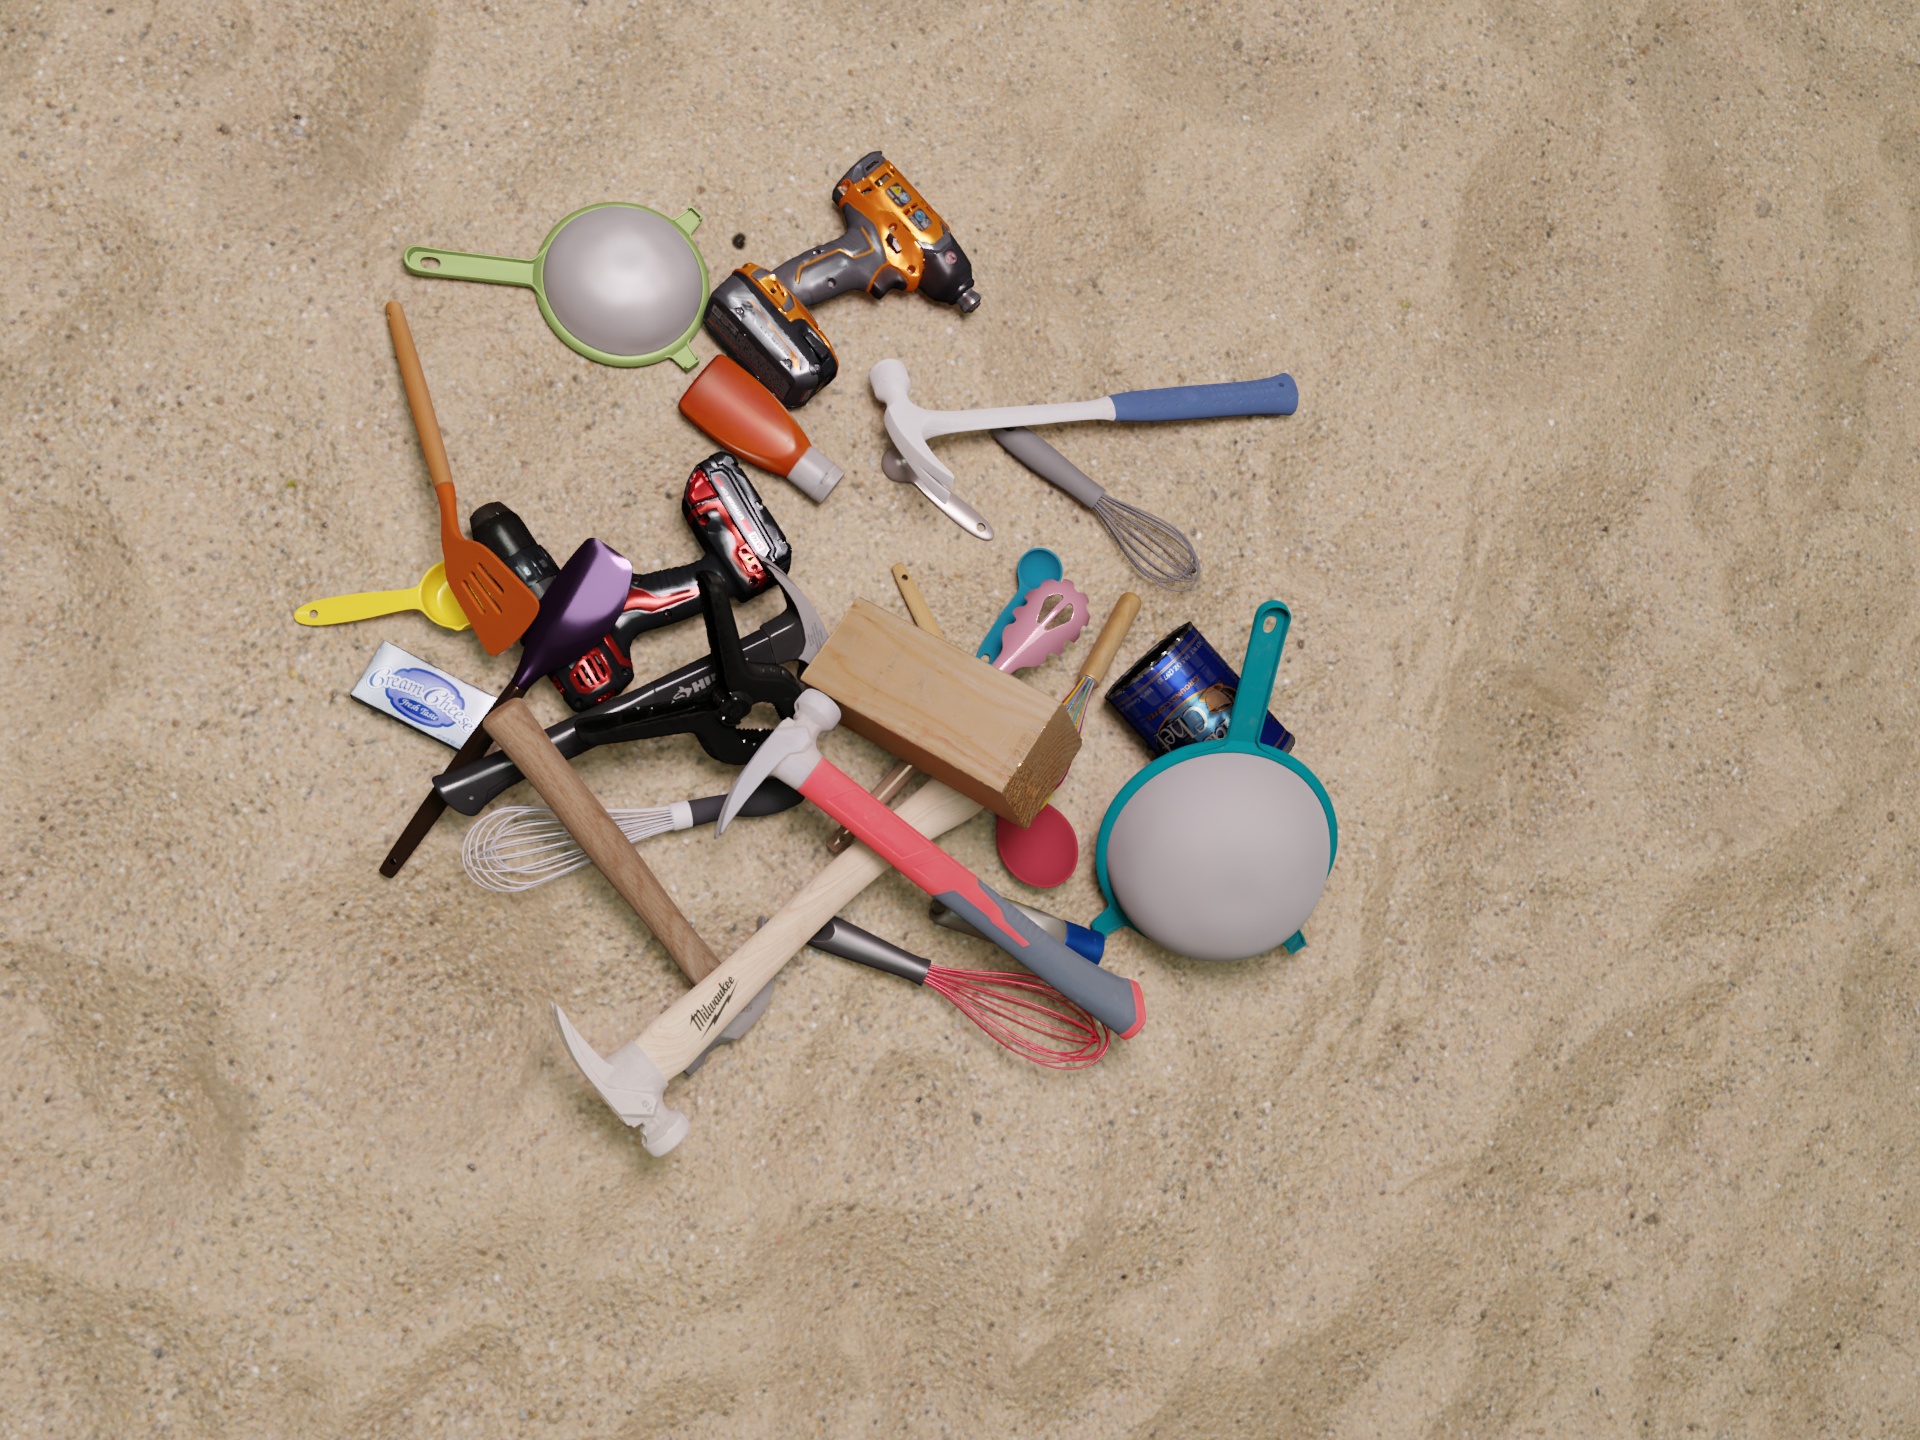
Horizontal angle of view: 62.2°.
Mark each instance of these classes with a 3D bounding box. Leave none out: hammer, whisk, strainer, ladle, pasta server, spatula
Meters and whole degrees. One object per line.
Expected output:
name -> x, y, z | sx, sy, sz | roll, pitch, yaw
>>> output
hammer -> 0.127, -0.277, 1.441 | 0.405, 0.035, 0.144 | -9, 60, -21
whisk -> 0.102, -0.020, 1.396 | 0.047, 0.051, 0.245 | 32, 64, -3
hammer -> -0.135, 0.154, 1.284 | 0.411, 0.038, 0.146 | -42, 105, -22
strainer -> -0.338, -0.386, 1.345 | 0.256, 0.069, 0.151 | 2, 81, -15
whisk -> -0.261, 0.086, 1.300 | 0.284, 0.070, 0.070 | -11, 84, -21
hammer -> -0.260, 0.120, 1.255 | 0.130, 0.031, 0.331 | -41, 111, -20
hammer -> -0.260, -0.015, 1.276 | 0.335, 0.146, 0.035 | -26, 44, -17
strainer -> 0.232, 0.072, 1.310 | 0.211, 0.095, 0.340 | 5, 117, -6
whisk -> -0.011, 0.220, 1.340 | 0.296, 0.073, 0.073 | 22, 76, -3
ladle -> 0.014, 0.003, 1.395 | 0.069, 0.031, 0.315 | -26, 86, -14
hammer -> -0.013, 0.146, 1.285 | 0.386, 0.038, 0.143 | 39, 67, -7
whisk -> 0.122, -0.199, 1.448 | 0.239, 0.055, 0.055 | 37, 74, -2
pasta server -> -0.002, -0.004, 1.371 | 0.060, 0.040, 0.316 | 43, 84, 2
spatula -> -0.415, -0.207, 1.286 | 0.041, 0.081, 0.323 | 1, 61, -47
spatula -> -0.363, -0.005, 1.262 | 0.059, 0.018, 0.316 | 36, 90, -6

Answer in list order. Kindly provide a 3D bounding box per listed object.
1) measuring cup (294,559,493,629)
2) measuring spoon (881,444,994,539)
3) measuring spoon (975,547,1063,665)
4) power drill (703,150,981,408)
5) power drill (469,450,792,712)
measuring cup -> -0.459, -0.094, 1.296 | 0.156, 0.029, 0.062 | -9, 83, -4
measuring spoon -> -0.017, -0.204, 1.424 | 0.124, 0.018, 0.034 | 38, 74, -7
measuring spoon -> 0.047, -0.097, 1.428 | 0.042, 0.021, 0.128 | 33, 84, -8
power drill -> -0.095, -0.378, 1.402 | 0.164, 0.084, 0.226 | 46, 70, -5
power drill -> -0.275, -0.137, 1.320 | 0.226, 0.080, 0.188 | -33, 90, -14
